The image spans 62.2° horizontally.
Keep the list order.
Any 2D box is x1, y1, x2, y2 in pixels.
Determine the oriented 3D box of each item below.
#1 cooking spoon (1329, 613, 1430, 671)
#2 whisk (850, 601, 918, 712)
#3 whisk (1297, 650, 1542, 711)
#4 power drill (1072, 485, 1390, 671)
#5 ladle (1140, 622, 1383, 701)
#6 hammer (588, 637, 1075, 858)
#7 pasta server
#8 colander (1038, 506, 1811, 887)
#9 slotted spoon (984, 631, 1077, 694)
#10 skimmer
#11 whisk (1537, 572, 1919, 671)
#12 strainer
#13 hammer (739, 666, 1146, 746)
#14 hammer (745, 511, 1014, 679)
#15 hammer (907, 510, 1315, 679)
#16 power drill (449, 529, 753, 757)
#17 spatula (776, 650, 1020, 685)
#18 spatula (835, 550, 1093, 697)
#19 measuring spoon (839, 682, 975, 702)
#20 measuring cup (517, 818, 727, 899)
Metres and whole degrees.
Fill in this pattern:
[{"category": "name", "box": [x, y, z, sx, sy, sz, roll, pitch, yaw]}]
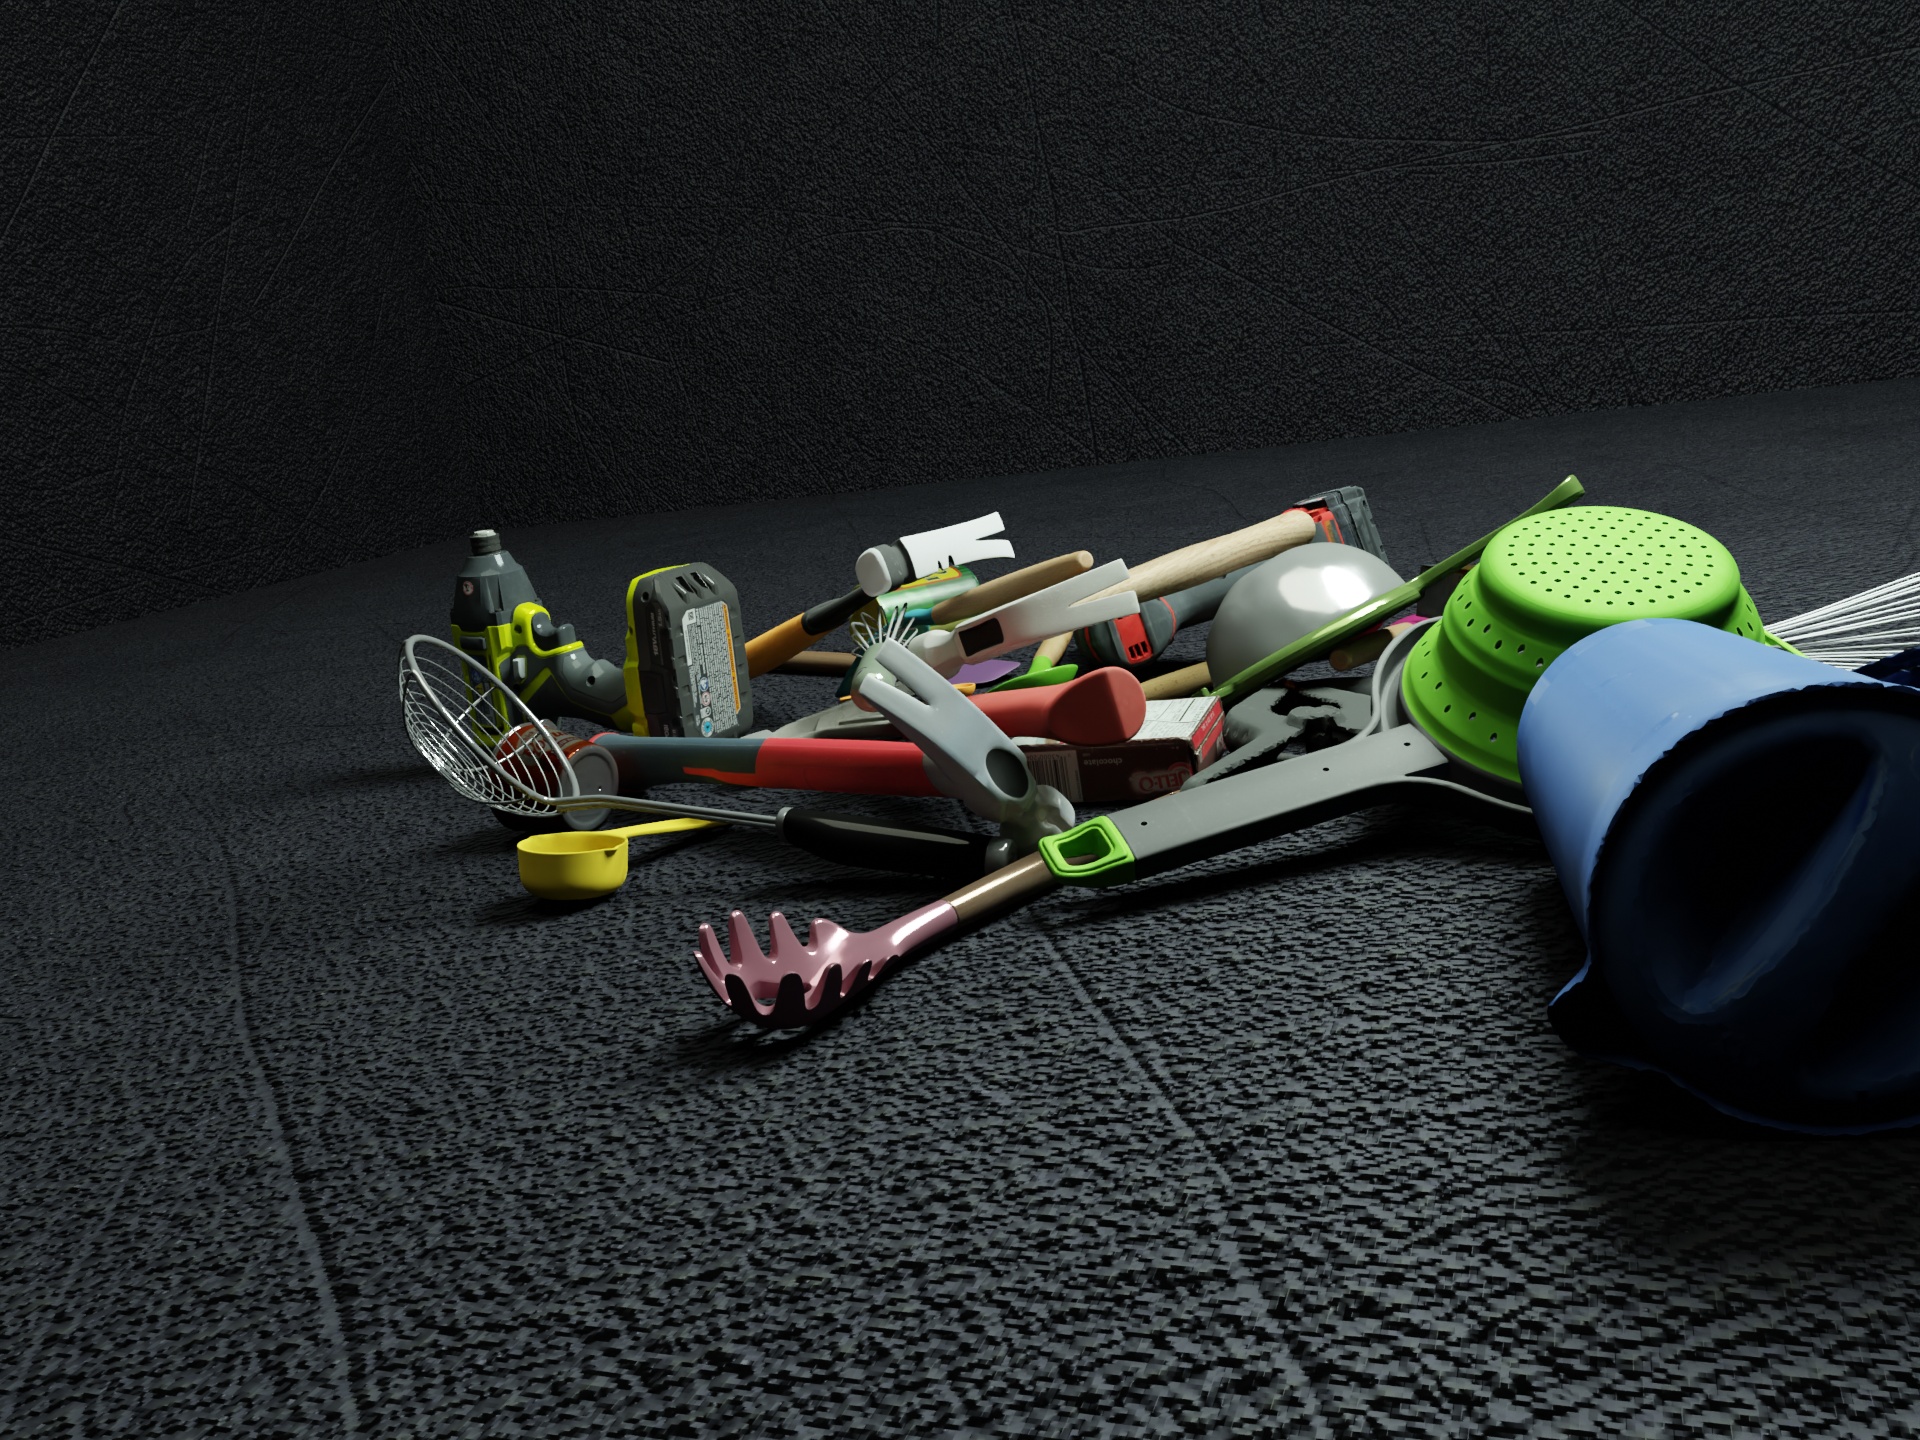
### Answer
[{"category": "cooking spoon", "box": [0.296, -0.057, 1.075, 0.069, 0.017, 0.319, -1, 7, 28]}, {"category": "whisk", "box": [-0.047, -0.036, 0.975, 0.059, 0.058, 0.246, 27, 9, -5]}, {"category": "whisk", "box": [0.288, -0.020, 0.929, 0.239, 0.055, 0.055, -5, 13, 30]}, {"category": "power drill", "box": [0.191, -0.098, 1.202, 0.226, 0.080, 0.188, -21, 5, 0]}, {"category": "ladle", "box": [0.185, -0.038, 1.107, 0.315, 0.031, 0.069, -18, 8, -31]}, {"category": "hammer", "box": [-0.116, 0.015, 0.891, 0.386, 0.143, 0.038, 0, 55, 48]}, {"category": "pasta server", "box": [0.012, 0.073, 0.720, 0.060, 0.040, 0.316, 20, 27, 39]}, {"category": "colander", "box": [0.222, -0.015, 0.731, 0.397, 0.094, 0.205, -16, 35, -11]}, {"category": "slotted spoon", "box": [0.068, -0.048, 1.218, 0.070, 0.031, 0.314, -20, 8, 13]}, {"category": "skimmer", "box": [-0.138, 0.018, 0.834, 0.363, 0.090, 0.127, 7, -13, 21]}, {"category": "whisk", "box": [0.462, -0.042, 0.900, 0.284, 0.070, 0.070, -9, 12, 21]}, {"category": "strainer", "box": [0.250, -0.095, 0.979, 0.256, 0.069, 0.151, -32, -6, 23]}, {"category": "hammer", "box": [-0.001, -0.003, 0.909, 0.149, 0.036, 0.359, -21, 7, -28]}, {"category": "hammer", "box": [-0.105, -0.072, 1.177, 0.127, 0.034, 0.337, -21, -1, -41]}, {"category": "hammer", "box": [0.123, -0.089, 0.988, 0.331, 0.031, 0.130, -22, 3, -43]}, {"category": "power drill", "box": [-0.263, -0.049, 1.119, 0.223, 0.171, 0.080, 3, 17, 30]}, {"category": "spatula", "box": [-0.084, -0.046, 1.322, 0.316, 0.018, 0.060, 5, 25, 43]}, {"category": "spatula", "box": [0.004, -0.068, 1.099, 0.082, 0.044, 0.317, -20, 3, -29]}, {"category": "measuring spoon", "box": [-0.041, -0.018, 1.201, 0.117, 0.011, 0.021, -5, 10, 28]}, {"category": "measuring cup", "box": [-0.177, 0.074, 0.878, 0.062, 0.029, 0.156, 4, 6, 32]}]
